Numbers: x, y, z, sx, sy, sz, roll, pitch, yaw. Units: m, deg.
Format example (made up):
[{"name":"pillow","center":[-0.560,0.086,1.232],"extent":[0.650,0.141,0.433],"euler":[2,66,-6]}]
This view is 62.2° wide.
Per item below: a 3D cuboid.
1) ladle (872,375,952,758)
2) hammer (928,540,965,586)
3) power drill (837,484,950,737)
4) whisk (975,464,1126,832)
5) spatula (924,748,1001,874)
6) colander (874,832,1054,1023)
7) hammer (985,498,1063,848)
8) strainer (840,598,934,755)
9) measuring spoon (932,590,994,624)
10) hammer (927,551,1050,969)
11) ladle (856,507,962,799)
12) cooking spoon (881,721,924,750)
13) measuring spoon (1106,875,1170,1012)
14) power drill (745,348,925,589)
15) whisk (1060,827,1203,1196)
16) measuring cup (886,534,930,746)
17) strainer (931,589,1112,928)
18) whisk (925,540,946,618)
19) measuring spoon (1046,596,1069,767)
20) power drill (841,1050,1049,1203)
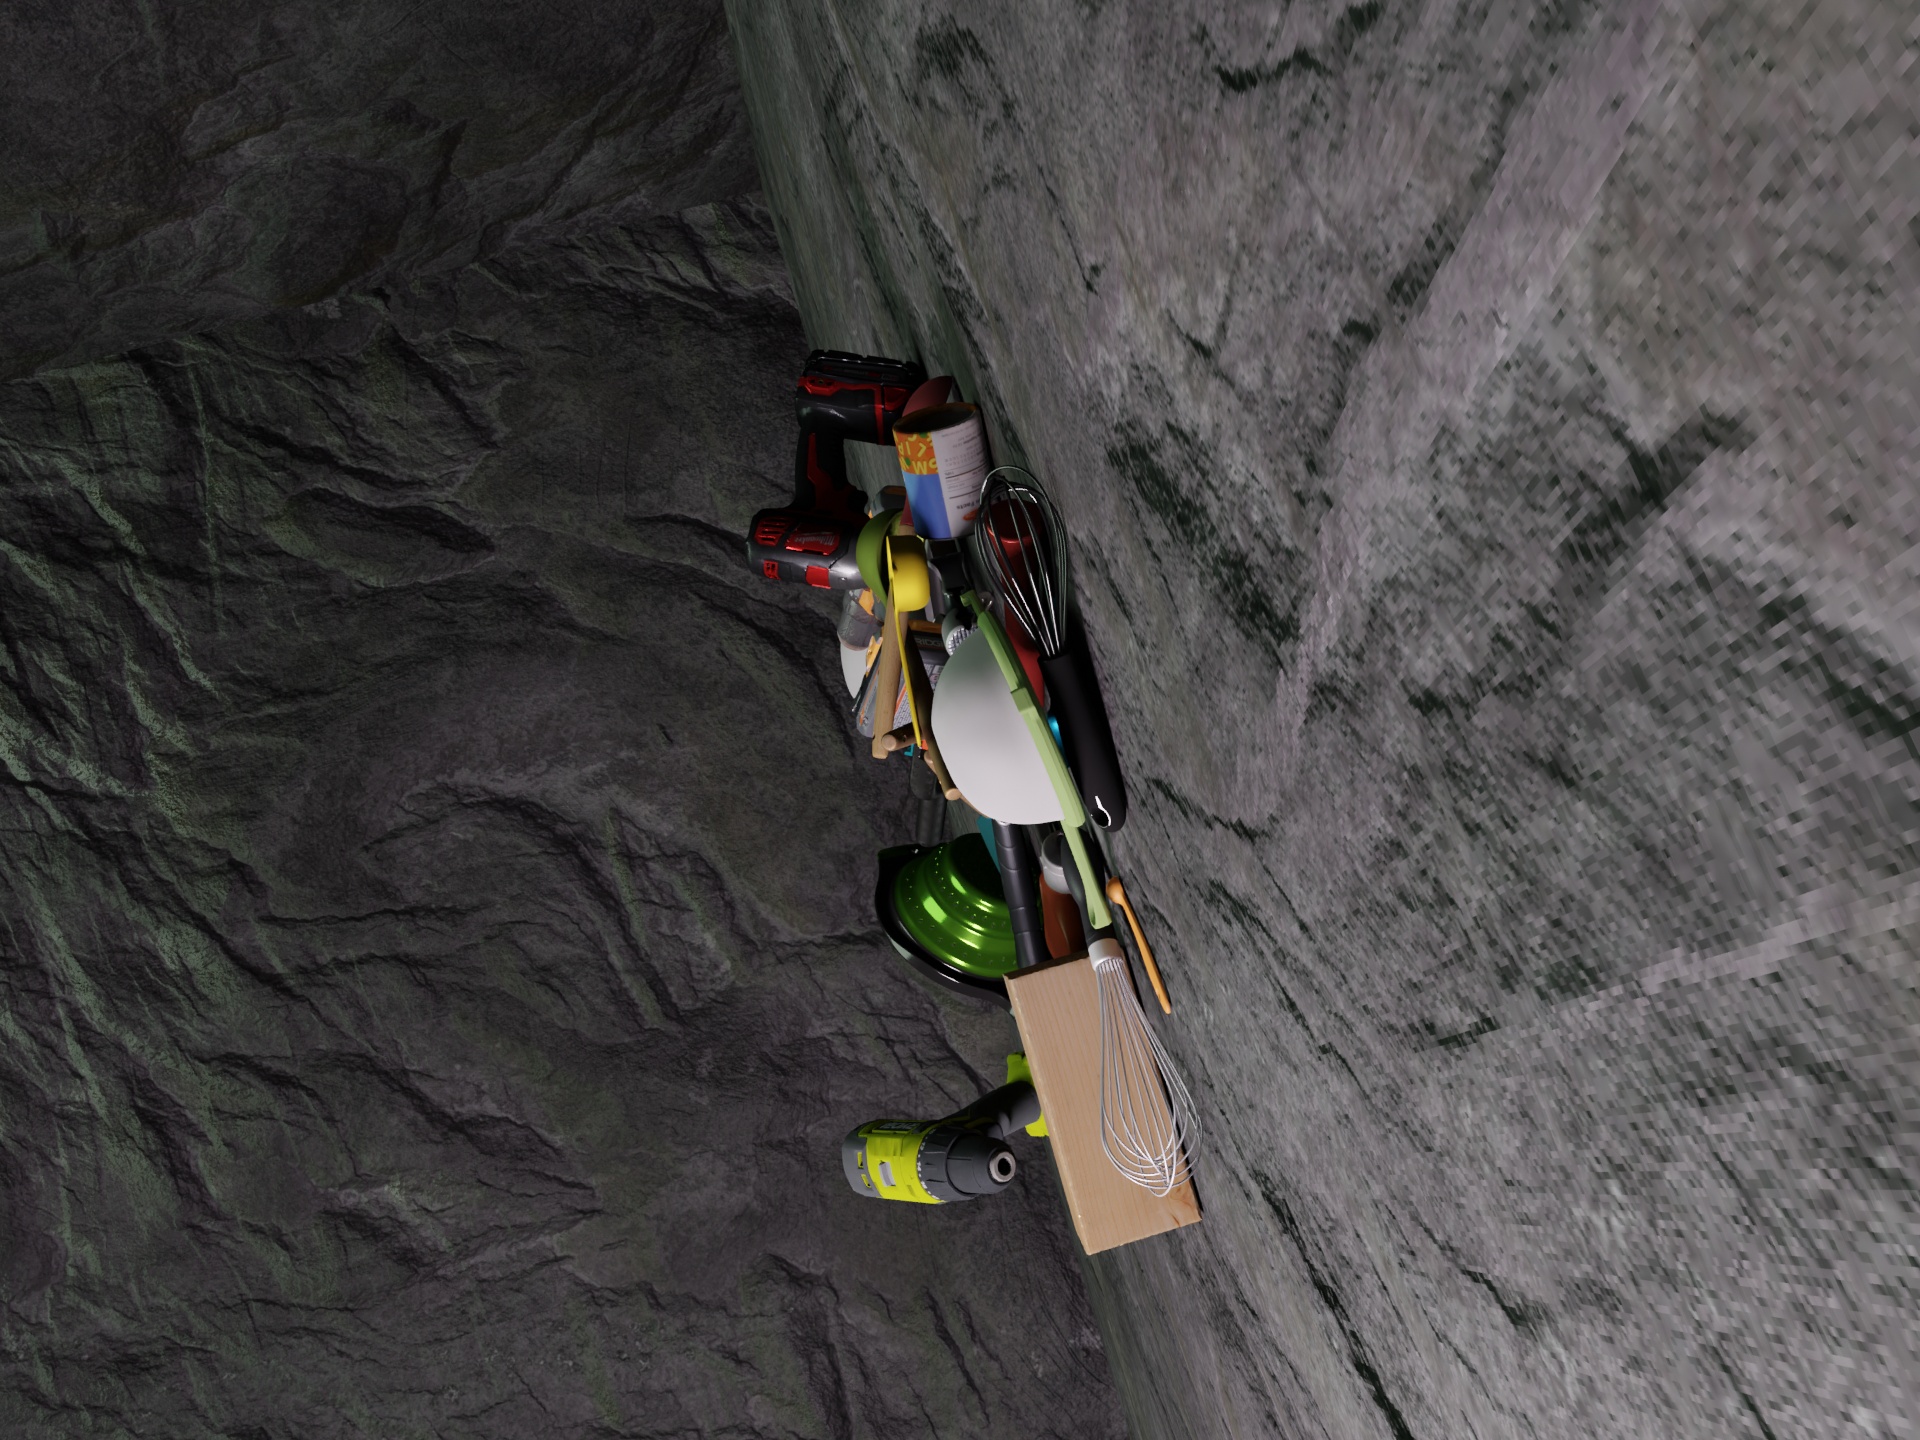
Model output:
[{"name":"ladle","center":[-0.043,-0.124,1.230],"extent":[0.069,0.031,0.315],"euler":[153,126,-66]},{"name":"hammer","center":[0.001,-0.105,1.548],"extent":[0.146,0.038,0.411],"euler":[90,164,-80]},{"name":"power drill","center":[-0.066,-0.081,1.483],"extent":[0.185,0.084,0.226],"euler":[116,152,-42]},{"name":"whisk","center":[0.060,-0.039,0.961],"extent":[0.055,0.055,0.238],"euler":[-119,9,-73]},{"name":"spatula","center":[0.010,0.078,1.374],"extent":[0.082,0.044,0.317],"euler":[64,-174,22]},{"name":"colander","center":[0.062,0.240,1.619],"extent":[0.398,0.204,0.094],"euler":[53,129,33]},{"name":"hammer","center":[0.050,-0.034,1.147],"extent":[0.358,0.036,0.149],"euler":[81,172,-62]},{"name":"strainer","center":[-0.087,-0.117,1.717],"extent":[0.340,0.095,0.211],"euler":[78,-160,-62]},{"name":"measuring spoon","center":[0.006,-0.093,1.441],"extent":[0.124,0.018,0.034],"euler":[-28,62,60]},{"name":"hammer","center":[0.028,0.051,1.267],"extent":[0.149,0.036,0.408],"euler":[-105,2,-53]},{"name":"ladle","center":[-0.029,-0.057,1.248],"extent":[0.321,0.062,0.078],"euler":[-109,1,-45]},{"name":"cooking spoon","center":[-0.002,-0.004,1.310],"extent":[0.319,0.017,0.069],"euler":[-22,-81,-70]},{"name":"measuring spoon","center":[0.119,0.152,1.078],"extent":[0.021,0.011,0.117],"euler":[78,174,-45]},{"name":"power drill","center":[-0.100,-0.217,1.426],"extent":[0.078,0.143,0.220],"euler":[87,-165,-65]},{"name":"whisk","center":[0.109,0.191,1.103],"extent":[0.070,0.070,0.285],"euler":[80,179,-52]},{"name":"measuring cup","center":[-0.031,-0.060,1.168],"extent":[0.062,0.029,0.156],"euler":[176,85,-86]},{"name":"strainer","center":[0.037,0.051,1.045],"extent":[0.152,0.069,0.256],"euler":[-114,2,-57]},{"name":"whisk","center":[-0.015,-0.082,1.725],"extent":[0.073,0.073,0.295],"euler":[-112,13,-56]},{"name":"measuring spoon","center":[0.072,-0.025,1.064],"extent":[0.042,0.021,0.128],"euler":[-118,22,-56]},{"name":"power drill","center":[0.038,0.337,1.325],"extent":[0.190,0.228,0.080],"euler":[-17,89,52]}]
